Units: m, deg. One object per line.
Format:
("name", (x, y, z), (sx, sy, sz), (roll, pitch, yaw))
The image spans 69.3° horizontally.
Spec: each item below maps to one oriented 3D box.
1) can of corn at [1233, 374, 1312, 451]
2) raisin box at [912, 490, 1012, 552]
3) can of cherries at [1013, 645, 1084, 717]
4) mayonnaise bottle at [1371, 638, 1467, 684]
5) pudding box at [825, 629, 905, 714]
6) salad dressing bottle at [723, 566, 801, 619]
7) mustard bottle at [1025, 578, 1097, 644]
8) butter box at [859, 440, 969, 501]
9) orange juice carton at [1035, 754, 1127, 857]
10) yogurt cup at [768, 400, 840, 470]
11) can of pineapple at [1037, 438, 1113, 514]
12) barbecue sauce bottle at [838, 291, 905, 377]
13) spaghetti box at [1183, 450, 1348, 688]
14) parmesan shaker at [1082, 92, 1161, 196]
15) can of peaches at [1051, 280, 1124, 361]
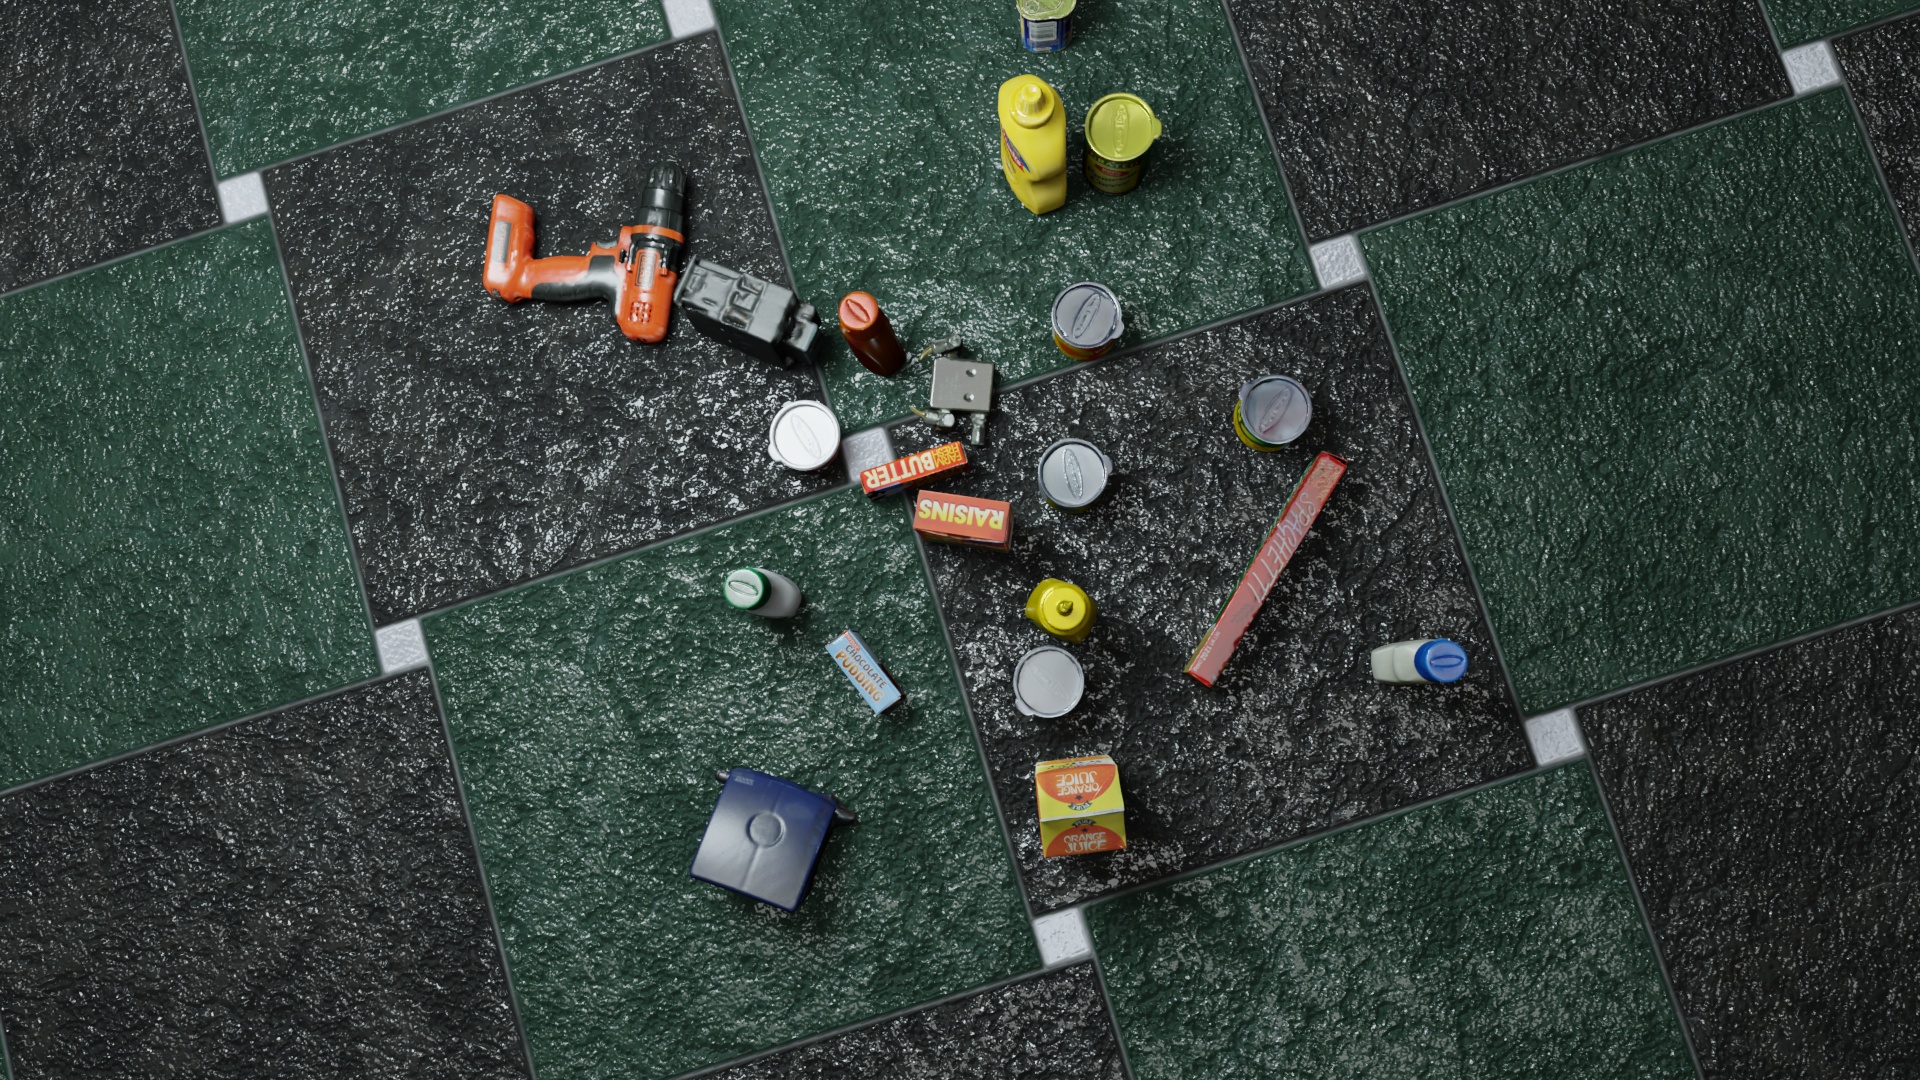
("can of corn", (0.295, -0.122, 1.326), (0.071, 0.058, 0.071), (0, 84, 3))
("raisin box", (0.005, -0.016, 1.297), (0.086, 0.123, 0.040), (9, 85, 4))
("can of cherries", (0.081, 0.135, 1.310), (0.071, 0.058, 0.071), (0, 84, 3))
("mayonnaise bottle", (0.416, 0.110, 1.249), (0.065, 0.148, 0.041), (-5, 84, 3))
("pudding box", (-0.090, 0.125, 1.325), (0.030, 0.049, 0.084), (-39, 83, -1))
("salad dressing bottle", (-0.186, 0.048, 1.289), (0.064, 0.147, 0.044), (20, 86, 5))
("mustard bottle", (0.092, 0.063, 1.266), (0.065, 0.160, 0.049), (29, 87, 6))
("butter box", (-0.044, -0.067, 1.341), (0.103, 0.053, 0.024), (-18, 84, 1))
("orange juice carton", (0.105, 0.234, 1.230), (0.072, 0.192, 0.073), (-7, 84, 3))
("yogurt cup", (-0.147, -0.098, 1.350), (0.072, 0.054, 0.072), (0, 84, 3))
("can of pineapple", (0.109, -0.060, 1.329), (0.071, 0.058, 0.071), (0, 84, 3))
("barbecue sauce bottle", (-0.087, -0.197, 1.309), (0.043, 0.148, 0.065), (-44, 84, -1))
("spaghetti box", (0.288, 0.027, 1.314), (0.029, 0.050, 0.250), (32, 86, 6))
("parmesan shaker", (0.154, -0.379, 1.338), (0.071, 0.103, 0.071), (0, 84, 3))
("can of peaches", (0.123, -0.210, 1.345), (0.071, 0.058, 0.071), (0, 84, 3))
